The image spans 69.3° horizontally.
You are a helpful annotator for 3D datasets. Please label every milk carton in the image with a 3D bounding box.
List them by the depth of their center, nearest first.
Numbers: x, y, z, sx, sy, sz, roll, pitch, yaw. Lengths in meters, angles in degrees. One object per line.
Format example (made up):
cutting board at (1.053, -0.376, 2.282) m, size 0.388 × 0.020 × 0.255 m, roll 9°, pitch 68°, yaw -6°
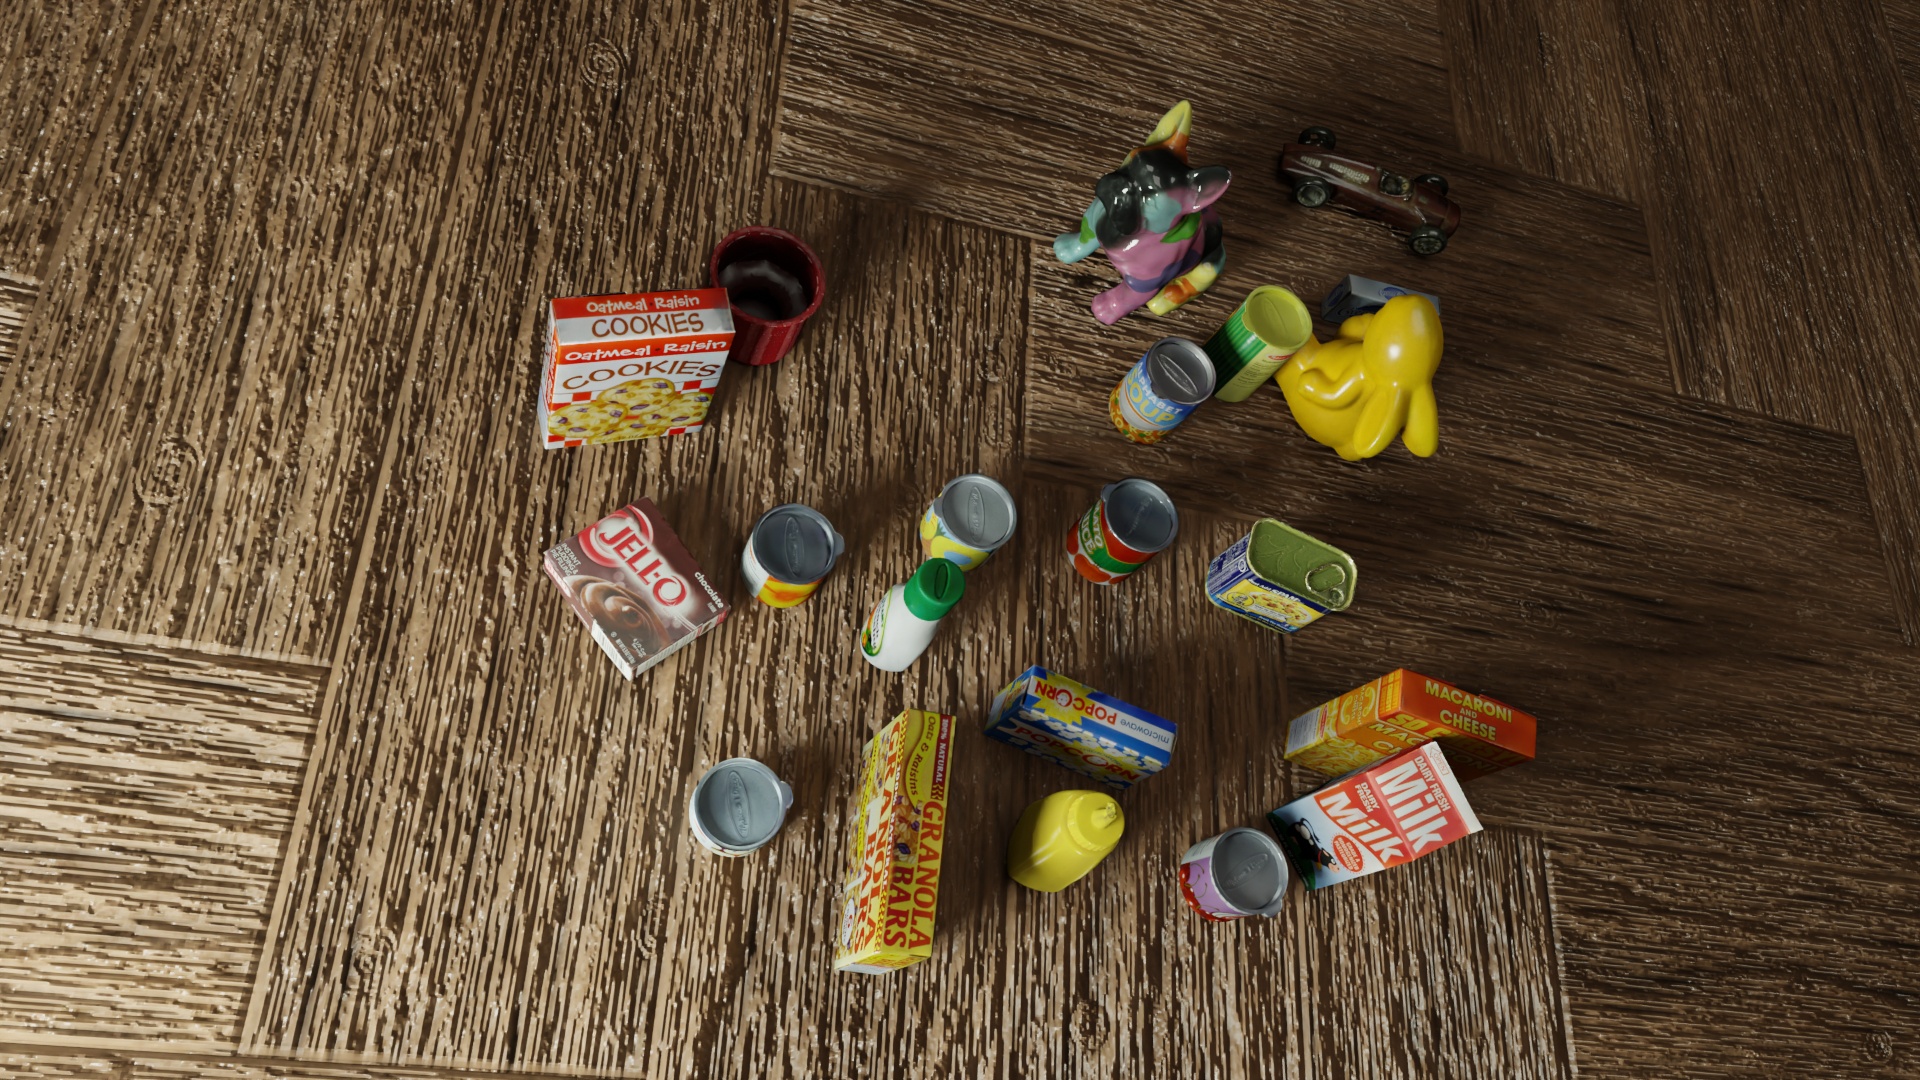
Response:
milk carton at (0.326, 0.210, 1.075) m, size 0.074 × 0.189 × 0.072 m, roll -20°, pitch 77°, yaw -26°

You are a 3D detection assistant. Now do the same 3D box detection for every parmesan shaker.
parmesan shaker at (0.263, -0.178, 1.268) m, size 0.071 × 0.102 × 0.071 m, roll 7°, pitch 66°, yaw -17°

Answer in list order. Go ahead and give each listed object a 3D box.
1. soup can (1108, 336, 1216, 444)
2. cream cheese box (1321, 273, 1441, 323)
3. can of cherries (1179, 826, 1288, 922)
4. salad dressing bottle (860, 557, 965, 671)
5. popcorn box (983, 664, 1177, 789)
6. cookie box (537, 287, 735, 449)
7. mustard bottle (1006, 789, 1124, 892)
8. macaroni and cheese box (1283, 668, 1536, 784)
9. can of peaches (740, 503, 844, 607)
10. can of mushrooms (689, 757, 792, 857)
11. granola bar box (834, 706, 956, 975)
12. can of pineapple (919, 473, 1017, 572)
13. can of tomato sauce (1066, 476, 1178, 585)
soup can at (0.175, -0.130, 1.226) m, size 0.071 × 0.083 × 0.071 m, roll 7°, pitch 66°, yaw -17°
cream cheese box at (0.415, -0.230, 1.374) m, size 0.104 × 0.053 × 0.024 m, roll 10°, pitch 65°, yaw -16°
can of cherries at (0.213, 0.265, 1.086) m, size 0.071 × 0.058 × 0.072 m, roll 7°, pitch 66°, yaw -17°
salad dressing bottle at (-0.036, 0.054, 1.035) m, size 0.044 × 0.147 × 0.064 m, roll 16°, pitch 64°, yaw -13°
popcorn box at (0.093, 0.147, 1.077) m, size 0.127 × 0.085 × 0.038 m, roll 23°, pitch 62°, yaw -9°
cookie box at (-0.243, -0.126, 1.025) m, size 0.123 × 0.166 × 0.040 m, roll -9°, pitch 72°, yaw -23°
mustard bottle at (0.081, 0.212, 1.002) m, size 0.049 × 0.159 × 0.065 m, roll 22°, pitch 63°, yaw -10°
macaroni and cheese box at (0.359, 0.159, 1.122) m, size 0.124 × 0.165 × 0.040 m, roll 20°, pitch 63°, yaw -11°
can of peaches at (-0.130, 0.013, 1.069) m, size 0.071 × 0.057 × 0.071 m, roll 7°, pitch 66°, yaw -17°
can of mushrooms at (-0.158, 0.192, 0.997) m, size 0.071 × 0.033 × 0.071 m, roll 7°, pitch 66°, yaw -17°
granola bar box at (-0.045, 0.214, 0.976) m, size 0.039 × 0.123 × 0.166 m, roll 13°, pitch 64°, yaw -15°
can of pineapple at (0.004, -0.014, 1.130) m, size 0.071 × 0.057 × 0.071 m, roll 7°, pitch 66°, yaw -17°
can of tomato sauce at (0.132, -0.007, 1.159) m, size 0.071 × 0.082 × 0.071 m, roll 7°, pitch 66°, yaw -17°
